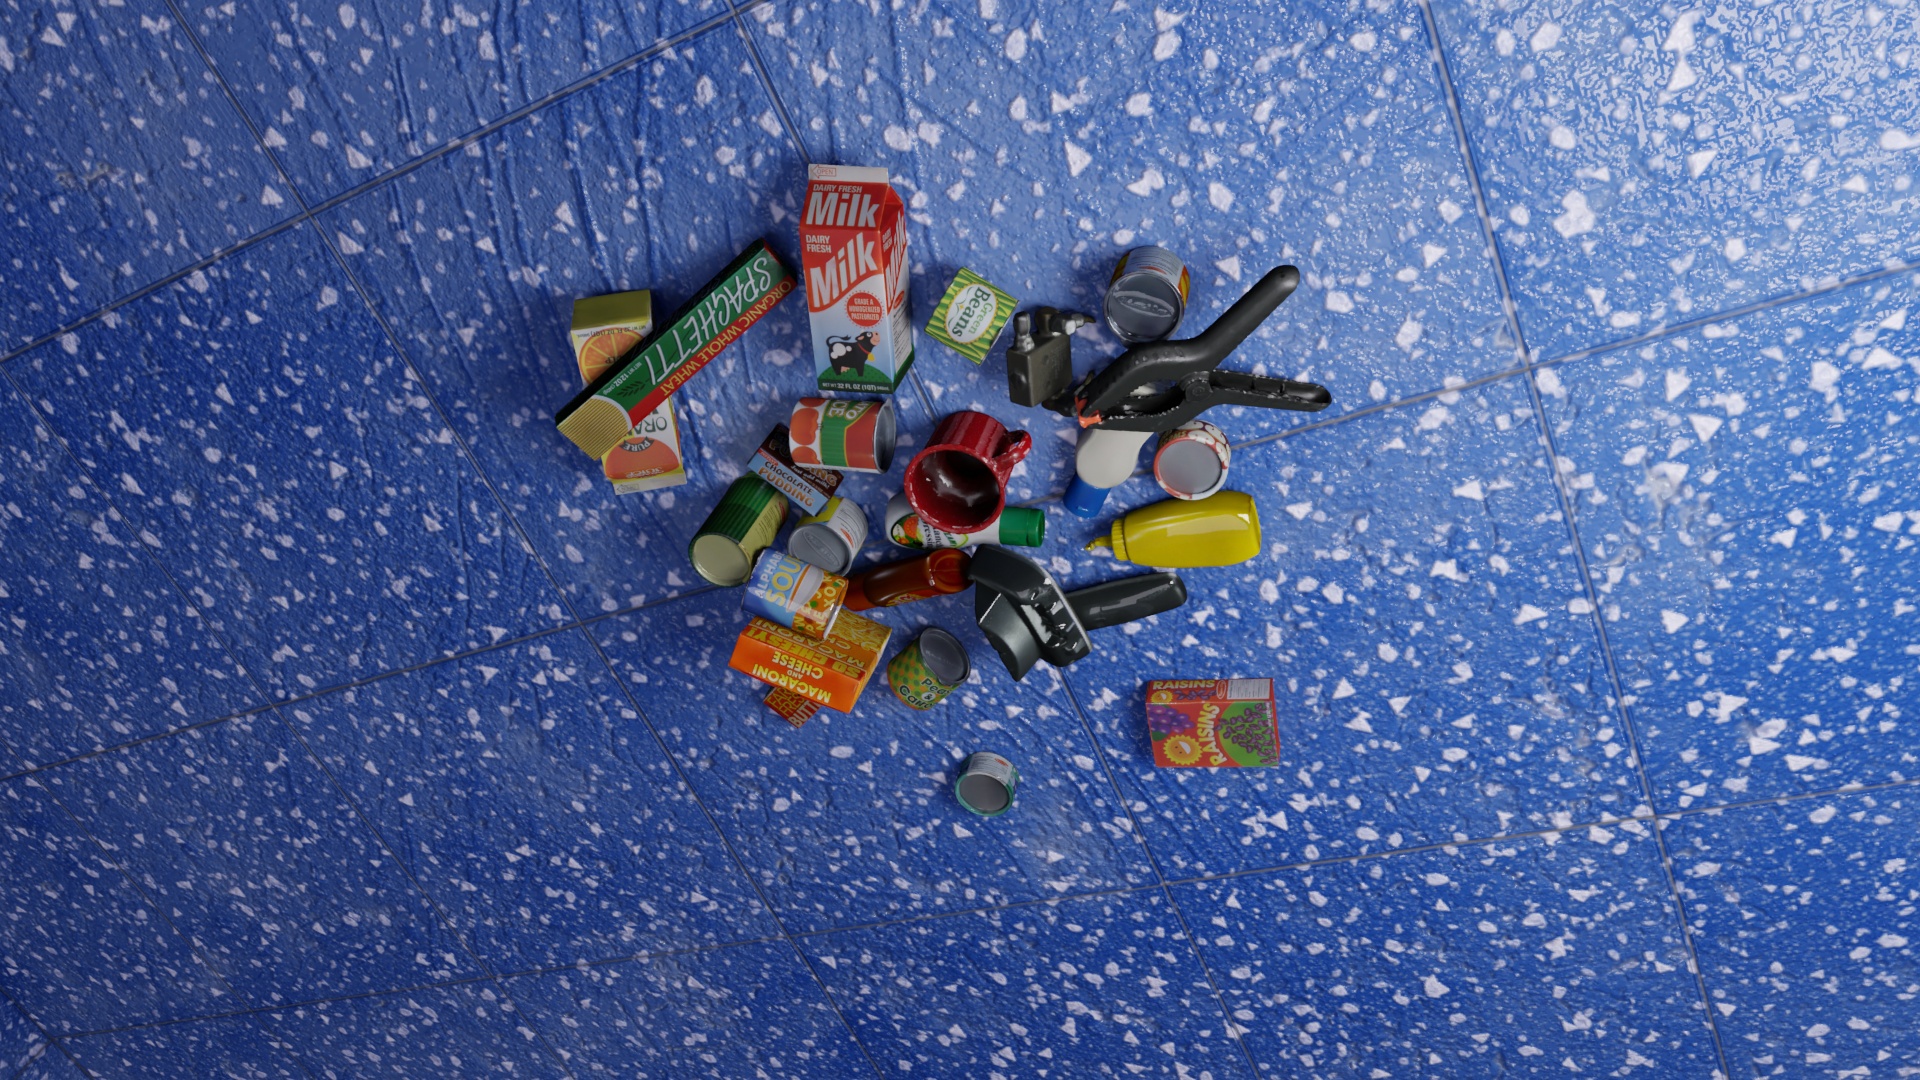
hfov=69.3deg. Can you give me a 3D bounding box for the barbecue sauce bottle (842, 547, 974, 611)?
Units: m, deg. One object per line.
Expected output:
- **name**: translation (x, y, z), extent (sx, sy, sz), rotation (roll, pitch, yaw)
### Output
- **barbecue sauce bottle**: translation (-0.057, 0.040, 1.349), extent (0.148, 0.065, 0.043), rotation (-15, 80, 45)

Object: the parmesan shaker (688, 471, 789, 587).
- **parmesan shaker**: translation (-0.215, -0.011, 1.346), extent (0.071, 0.103, 0.071), rotation (8, 124, 12)

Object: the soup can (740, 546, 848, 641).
- **soup can**: translation (-0.157, 0.050, 1.318), extent (0.084, 0.072, 0.071), rotation (22, 126, 2)

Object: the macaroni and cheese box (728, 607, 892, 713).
- **macaroni and cheese box**: translation (-0.143, 0.105, 1.360), extent (0.124, 0.167, 0.040), rotation (21, 106, 2)

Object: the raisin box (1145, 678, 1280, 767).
- **raisin box**: translation (0.250, 0.181, 1.376), extent (0.123, 0.040, 0.085), rotation (-3, 122, 17)

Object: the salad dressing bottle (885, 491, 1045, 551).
- **salad dressing bottle**: translation (0.005, -0.016, 1.315), extent (0.148, 0.044, 0.064), rotation (4, 135, 14)

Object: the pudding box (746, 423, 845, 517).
- **pudding box**: translation (-0.156, -0.067, 1.326), extent (0.083, 0.050, 0.030), rotation (38, 126, -9)

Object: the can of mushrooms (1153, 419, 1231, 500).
- **can of mushrooms**: translation (0.203, -0.072, 1.228), extent (0.071, 0.034, 0.070), rotation (8, 125, 11)

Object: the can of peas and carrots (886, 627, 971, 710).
- **can of peas and carrots**: translation (-0.032, 0.133, 1.407), extent (0.071, 0.071, 0.058), rotation (40, 125, -11)

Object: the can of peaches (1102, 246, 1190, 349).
- **can of peaches**: translation (0.153, -0.200, 1.144), extent (0.071, 0.058, 0.071), rotation (7, 124, 11)

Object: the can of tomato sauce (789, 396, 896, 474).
- **can of tomato sauce**: translation (-0.108, -0.099, 1.281), extent (0.083, 0.071, 0.070), rotation (5, 123, 14)

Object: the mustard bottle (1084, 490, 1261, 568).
- **mustard bottle**: translation (0.190, -0.007, 1.265), extent (0.160, 0.049, 0.065), rotation (-6, 120, 20)

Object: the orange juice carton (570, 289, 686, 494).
- **orange juice carton**: translation (-0.308, -0.130, 1.303), extent (0.072, 0.073, 0.191), rotation (-9, 123, -7)

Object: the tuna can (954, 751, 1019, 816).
- **tuna can**: translation (0.028, 0.265, 1.499), extent (0.071, 0.033, 0.070), rotation (7, 123, 12)

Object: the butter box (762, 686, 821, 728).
- **butter box**: translation (-0.163, 0.154, 1.488), extent (0.053, 0.024, 0.103), rotation (38, 124, -9)

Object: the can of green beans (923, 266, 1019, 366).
- **can of green beans**: translation (0.009, -0.192, 1.186), extent (0.058, 0.071, 0.071), rotation (31, 125, -4)

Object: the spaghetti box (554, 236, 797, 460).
- **spaghetti box**: translation (-0.252, -0.169, 1.232), extent (0.250, 0.029, 0.050), rotation (-39, 125, 7)

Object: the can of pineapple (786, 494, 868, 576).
- **can of pineapple**: translation (-0.131, -0.003, 1.355), extent (0.071, 0.058, 0.070), rotation (8, 124, 12)

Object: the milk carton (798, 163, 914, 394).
- **milk carton**: translation (-0.088, -0.227, 1.187), extent (0.072, 0.074, 0.189), rotation (6, 123, 13)

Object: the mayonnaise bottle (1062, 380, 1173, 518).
- **mayonnaise bottle**: translation (0.134, -0.086, 1.235), extent (0.065, 0.041, 0.147), rotation (20, 127, -5)
